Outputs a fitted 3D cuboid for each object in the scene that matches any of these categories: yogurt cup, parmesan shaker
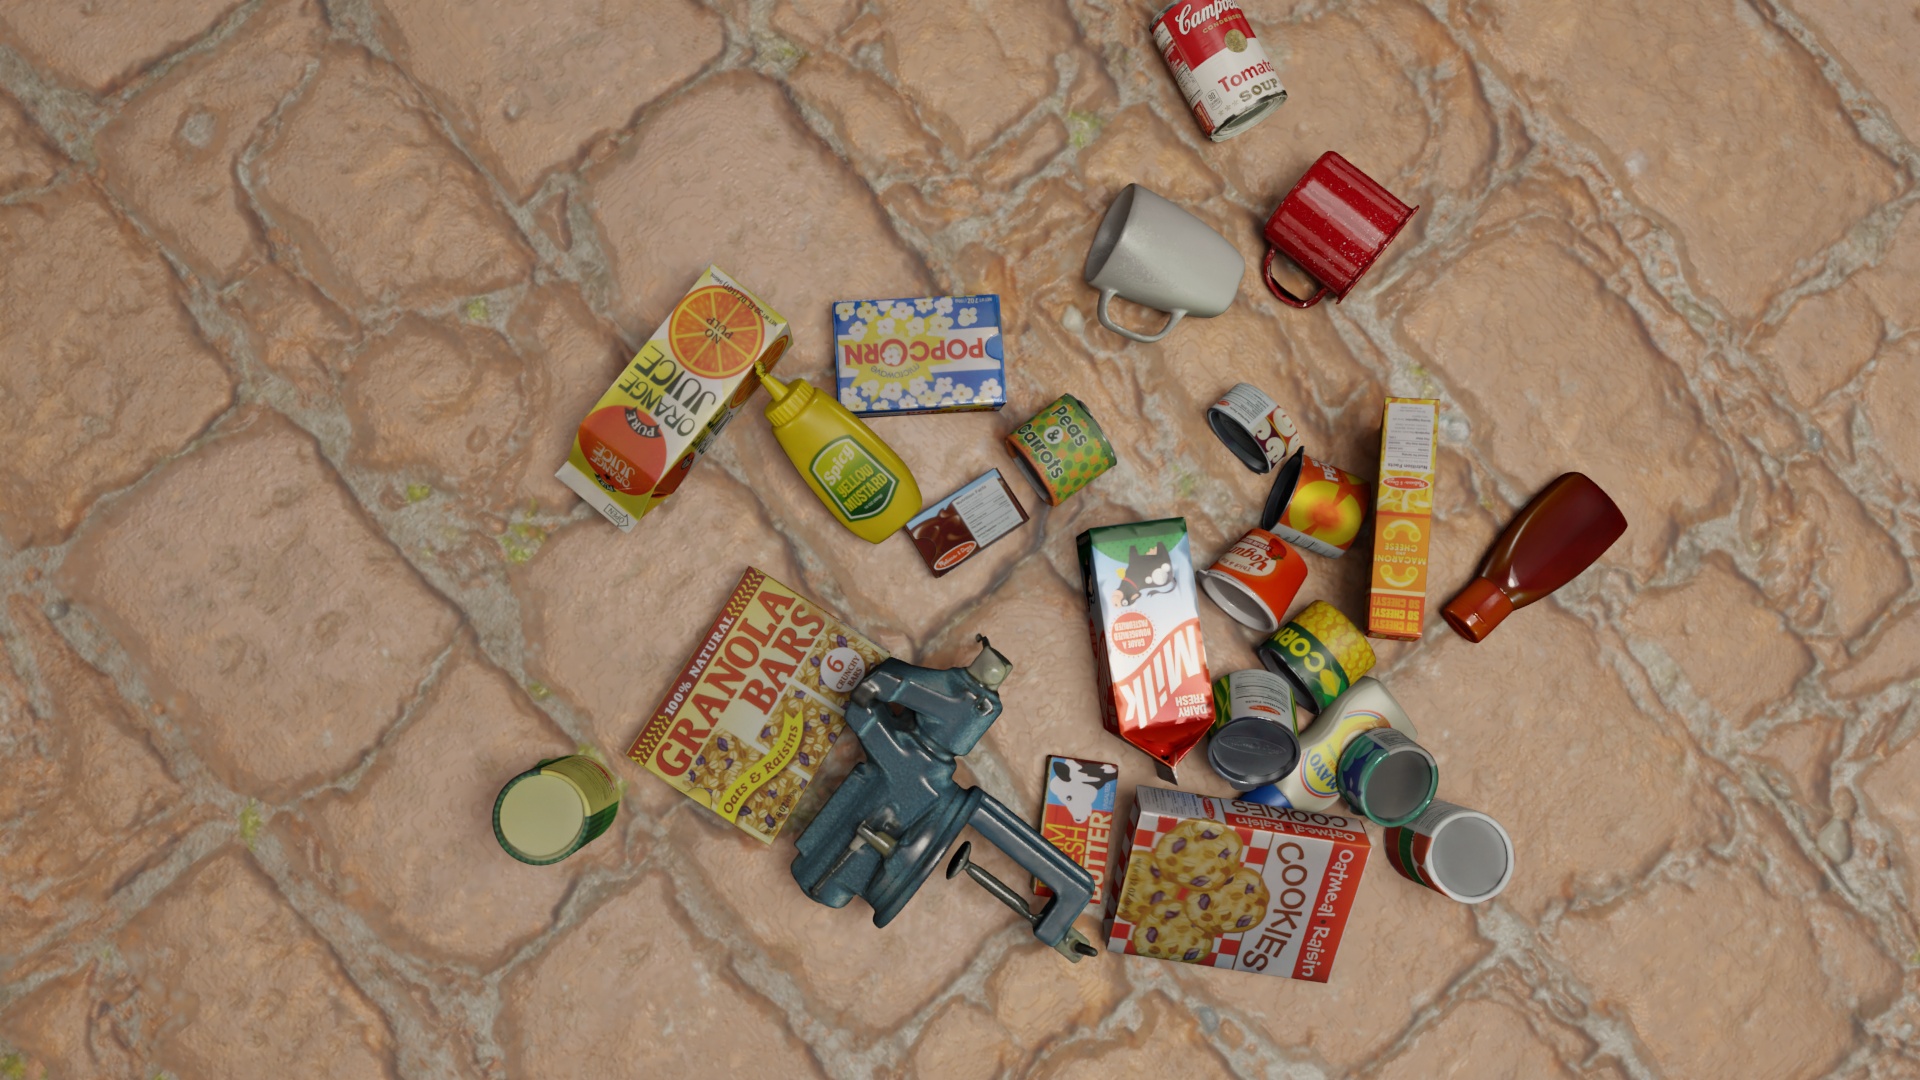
[{"bbox_3d":[0.222,0.028,1.039,0.072,0.072,0.054,41,77,1],"label":"yogurt cup"},{"bbox_3d":[-0.285,0.186,0.975,0.071,0.103,0.071,0,86,-3],"label":"parmesan shaker"}]

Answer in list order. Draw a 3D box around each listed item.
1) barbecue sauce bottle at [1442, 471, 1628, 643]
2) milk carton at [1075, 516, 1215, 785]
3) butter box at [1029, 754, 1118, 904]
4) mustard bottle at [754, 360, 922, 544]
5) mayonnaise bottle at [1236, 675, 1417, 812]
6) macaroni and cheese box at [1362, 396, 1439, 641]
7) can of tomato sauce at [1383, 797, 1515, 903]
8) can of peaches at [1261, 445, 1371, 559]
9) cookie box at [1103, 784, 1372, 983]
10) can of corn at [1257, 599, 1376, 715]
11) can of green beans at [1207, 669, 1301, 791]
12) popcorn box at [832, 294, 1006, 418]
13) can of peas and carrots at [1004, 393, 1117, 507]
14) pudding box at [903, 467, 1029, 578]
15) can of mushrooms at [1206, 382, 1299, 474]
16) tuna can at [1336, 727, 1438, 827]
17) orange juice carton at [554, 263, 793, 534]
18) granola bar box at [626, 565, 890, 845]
[{"bbox_3d":[0.435,0.017,1.062,0.148,0.043,0.065,-42,88,-5],"label":"barbecue sauce bottle"},{"bbox_3d":[0.138,0.083,1.024,0.073,0.072,0.190,-8,86,-4],"label":"milk carton"},{"bbox_3d":[0.085,0.214,1.034,0.053,0.024,0.103,8,84,-2],"label":"butter box"},{"bbox_3d":[-0.097,-0.069,1.010,0.065,0.049,0.160,-41,111,6],"label":"mustard bottle"},{"bbox_3d":[0.268,0.169,1.039,0.148,0.041,0.064,-38,96,-6],"label":"mayonnaise bottle"},{"bbox_3d":[0.321,-0.012,1.017,0.040,0.123,0.166,5,85,16],"label":"macaroni and cheese box"},{"bbox_3d":[0.359,0.228,1.019,0.071,0.083,0.071,0,86,-3],"label":"can of tomato sauce"},{"bbox_3d":[0.268,-0.028,1.044,0.058,0.071,0.071,23,85,-2],"label":"can of peaches"},{"bbox_3d":[0.198,0.249,1.006,0.167,0.040,0.122,9,112,-3],"label":"cookie box"},{"bbox_3d":[0.264,0.085,1.033,0.058,0.071,0.071,-39,88,-6],"label":"can of corn"},{"bbox_3d":[0.214,0.137,1.018,0.071,0.058,0.071,4,123,7],"label":"can of green beans"},{"bbox_3d":[-0.032,-0.139,1.051,0.127,0.038,0.085,-3,84,-3],"label":"popcorn box"},{"bbox_3d":[0.074,-0.068,1.034,0.059,0.071,0.071,-36,88,-5],"label":"can of peas and carrots"},{"bbox_3d":[0.004,-0.013,1.046,0.084,0.030,0.049,-33,89,-5],"label":"pudding box"},{"bbox_3d":[0.222,-0.084,1.048,0.033,0.071,0.071,-43,89,-6],"label":"can of mushrooms"},{"bbox_3d":[0.311,0.175,1.013,0.071,0.033,0.071,-5,106,-17],"label":"tuna can"},{"bbox_3d":[-0.211,-0.101,1.020,0.072,0.073,0.193,38,85,0],"label":"orange juice carton"},{"bbox_3d":[-0.147,0.120,1.021,0.124,0.039,0.165,32,84,0],"label":"granola bar box"}]
